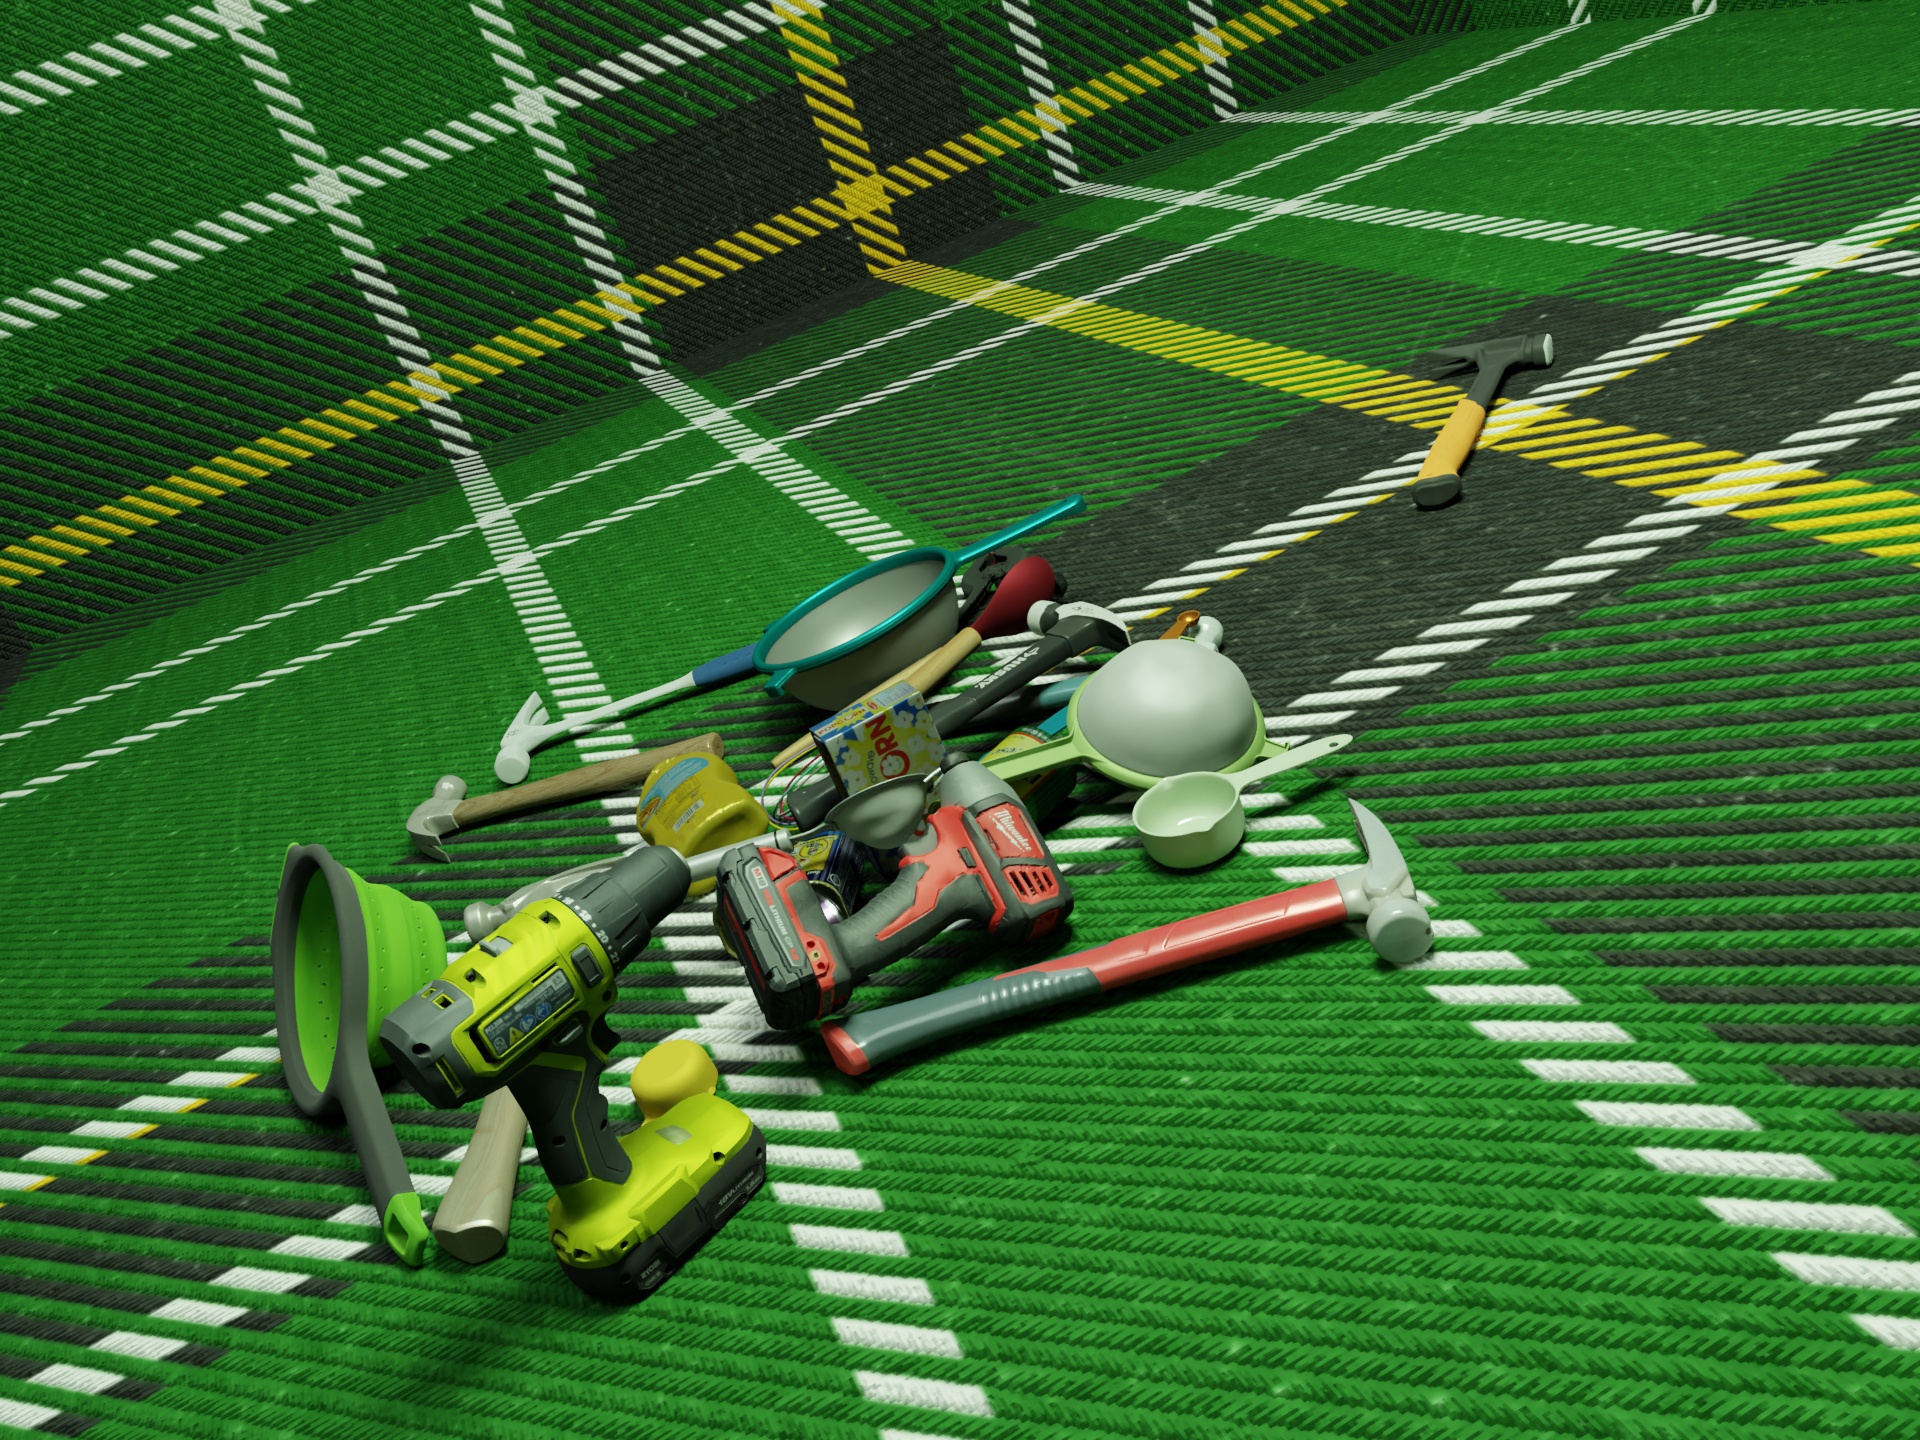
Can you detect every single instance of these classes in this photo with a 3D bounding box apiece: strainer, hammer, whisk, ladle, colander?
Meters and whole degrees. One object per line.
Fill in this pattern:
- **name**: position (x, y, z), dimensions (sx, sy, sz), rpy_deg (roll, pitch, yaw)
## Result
- **strainer**: position (-0.024, -0.098, 1.482), dimensions (0.340, 0.095, 0.211), rpy_deg (-26, 21, 3)
- **hammer**: position (-0.287, -0.043, 1.657), dimensions (0.405, 0.035, 0.144), rpy_deg (-20, 27, 3)
- **whisk**: position (-0.072, 0.007, 1.361), dimensions (0.245, 0.051, 0.047), rpy_deg (-42, 57, -13)
- **hammer**: position (-0.002, -0.004, 1.304), dimensions (0.335, 0.035, 0.146), rpy_deg (-33, 27, -25)
- **ladle**: position (-0.035, -0.046, 1.402), dimensions (0.315, 0.069, 0.031), rpy_deg (-34, 42, -16)
- **colander**: position (-0.415, 0.238, 1.167), dimensions (0.094, 0.204, 0.398), rpy_deg (2, 29, -36)
- **hammer**: position (0.490, -0.297, 1.565), dimensions (0.127, 0.034, 0.337), rpy_deg (-2, 33, 32)
- **strainer**: position (-0.120, 0.088, 1.159), dimensions (0.258, 0.086, 0.050), rpy_deg (-17, 70, 2)
- **hammer**: position (0.096, 0.148, 1.025), dimensions (0.386, 0.038, 0.143), rpy_deg (-17, 26, 8)
- **hammer**: position (0.059, -0.018, 1.365), dimensions (0.331, 0.033, 0.128), rpy_deg (-11, 28, 20)
- **strainer**: position (0.108, -0.005, 1.173), dimensions (0.256, 0.069, 0.152), rpy_deg (-16, 45, -19)
- **hammer**: position (-0.384, 0.065, 1.532), dimensions (0.331, 0.031, 0.130), rpy_deg (-14, 27, 14)
- **hammer**: position (-0.317, 0.233, 1.172), dimensions (0.146, 0.038, 0.411), rpy_deg (-19, 27, 1)

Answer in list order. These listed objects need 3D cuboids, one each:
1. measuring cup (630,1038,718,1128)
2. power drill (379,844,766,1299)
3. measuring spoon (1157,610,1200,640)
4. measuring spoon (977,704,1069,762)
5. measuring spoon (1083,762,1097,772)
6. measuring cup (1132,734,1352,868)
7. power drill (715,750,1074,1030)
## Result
- **measuring cup**: position (-0.216, 0.267, 1.039), dimensions (0.062, 0.029, 0.156), rpy_deg (-4, 30, 31)
- **power drill**: position (-0.203, 0.202, 0.930), dimensions (0.080, 0.228, 0.190), rpy_deg (11, 41, 47)
- **measuring spoon**: position (0.166, -0.056, 1.311), dimensions (0.021, 0.011, 0.117), rpy_deg (5, 39, 39)
- **measuring spoon**: position (0.067, 0.019, 1.282), dimensions (0.128, 0.021, 0.042), rpy_deg (-35, 35, -2)
- **measuring spoon**: position (0.081, 0.032, 1.280), dimensions (0.124, 0.018, 0.034), rpy_deg (-5, 46, 41)
- **measuring cup**: position (0.204, 0.055, 1.122), dimensions (0.167, 0.038, 0.083), rpy_deg (-22, 27, -6)
- **power drill**: position (-0.047, 0.108, 1.073), dimensions (0.219, 0.078, 0.143), rpy_deg (-19, 65, -19)
